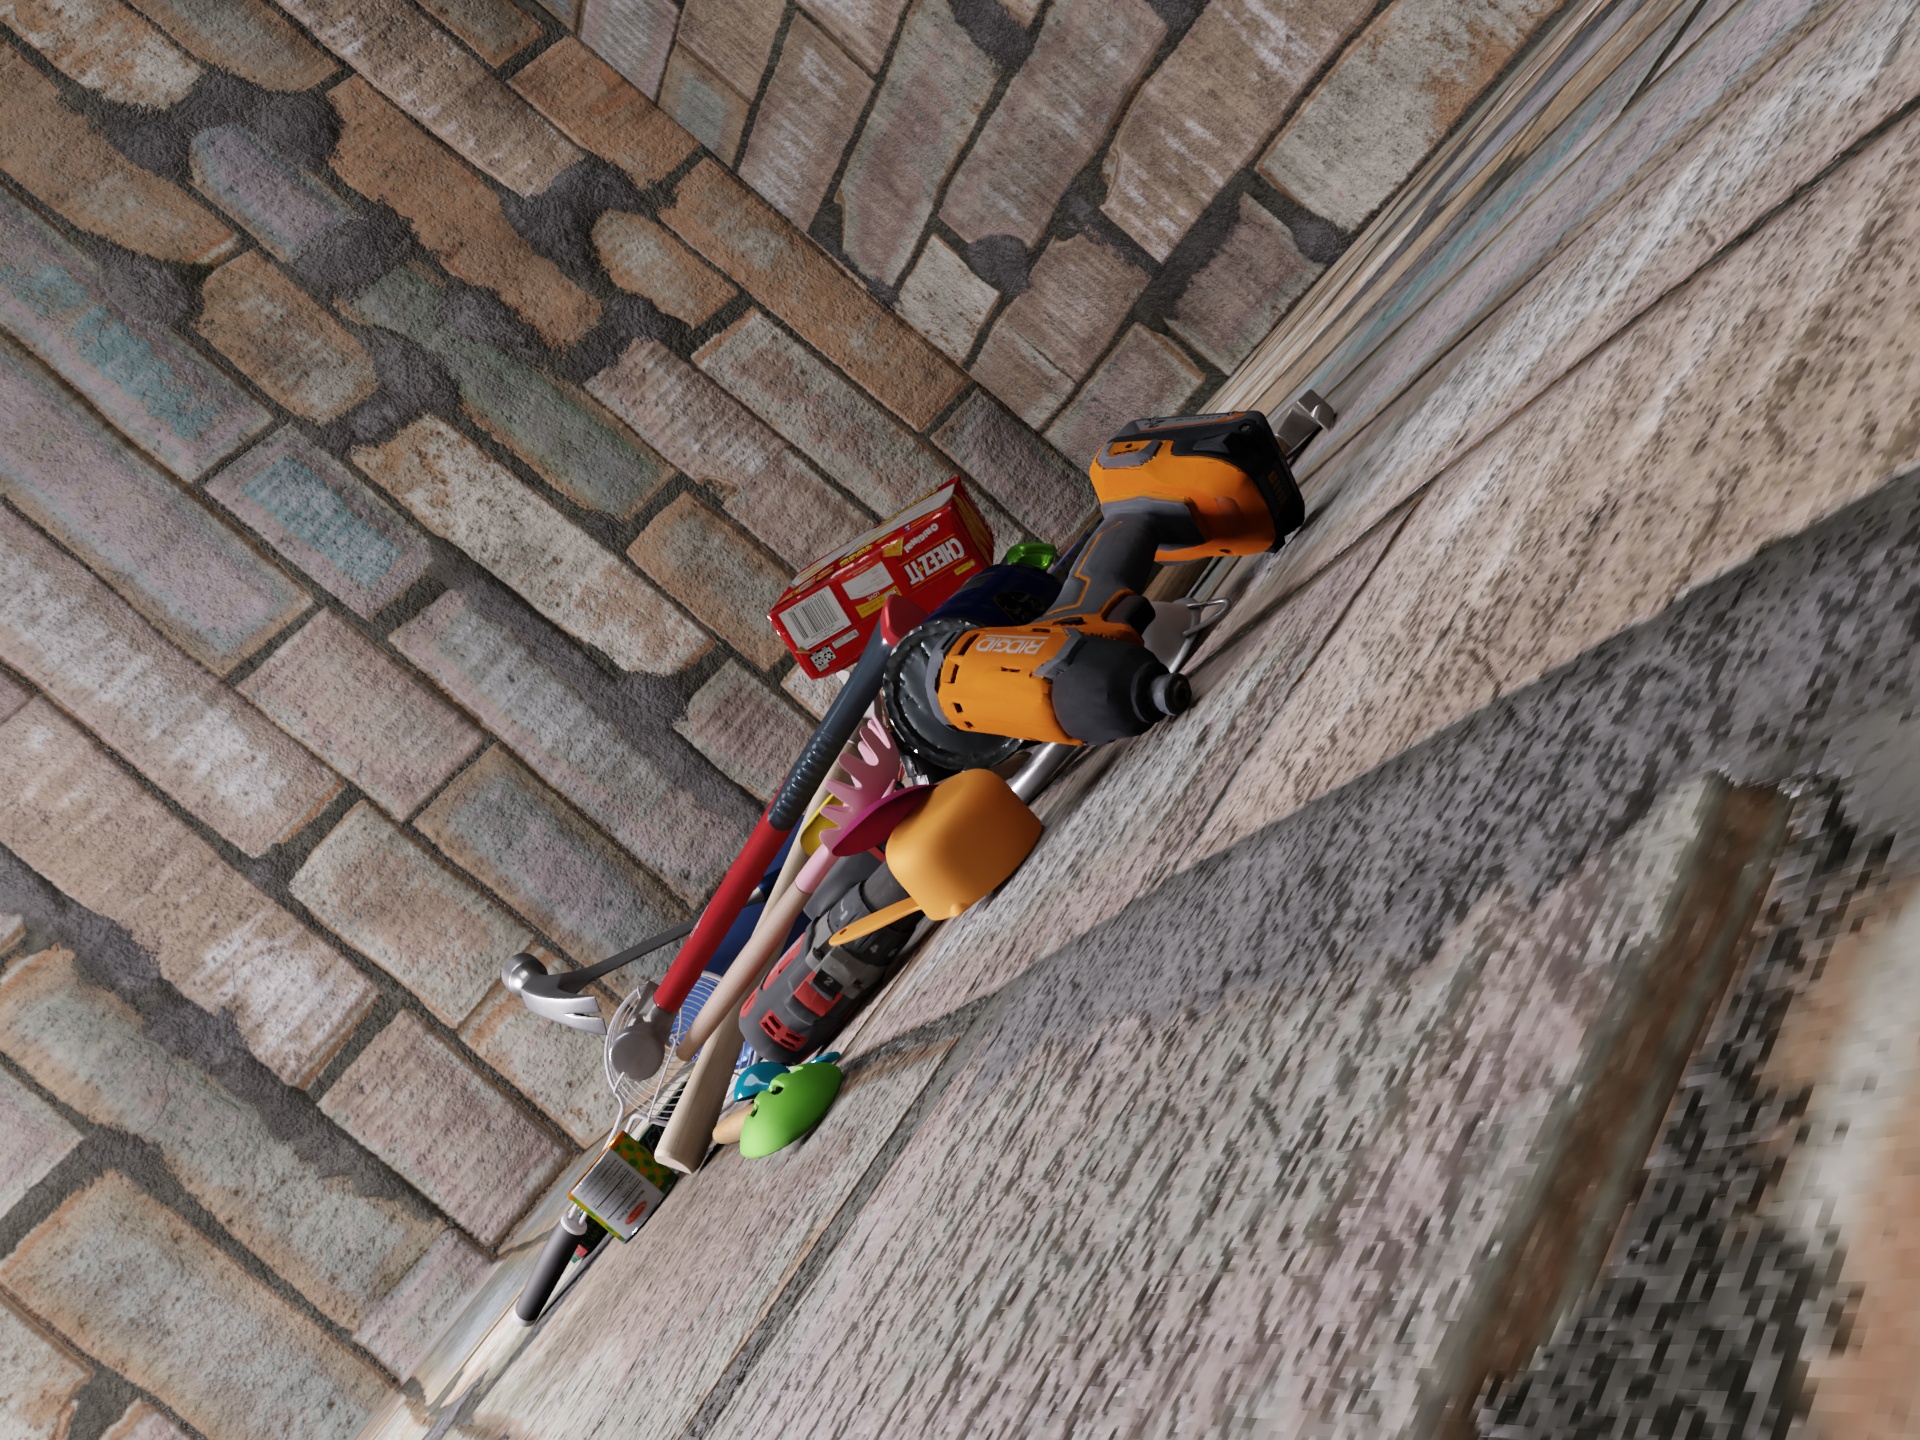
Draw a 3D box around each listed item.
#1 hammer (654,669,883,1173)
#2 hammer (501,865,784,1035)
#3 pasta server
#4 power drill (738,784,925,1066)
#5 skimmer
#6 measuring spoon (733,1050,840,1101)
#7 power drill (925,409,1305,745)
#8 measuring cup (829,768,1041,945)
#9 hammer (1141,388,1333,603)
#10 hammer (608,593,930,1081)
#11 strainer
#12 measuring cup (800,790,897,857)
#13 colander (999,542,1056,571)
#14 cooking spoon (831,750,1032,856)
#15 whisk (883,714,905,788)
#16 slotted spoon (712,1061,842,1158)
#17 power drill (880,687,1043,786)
[{"bbox_3d":[-0.145,0.152,1.251,0.146,0.038,0.411,88,-160,-58],"label":"hammer"},{"bbox_3d":[-0.181,0.156,1.366,0.405,0.035,0.144,-24,22,-30],"label":"hammer"},{"bbox_3d":[-0.122,0.122,1.053,0.316,0.040,0.060,-54,0,29],"label":"pasta server"},{"bbox_3d":[-0.061,0.125,1.119,0.188,0.080,0.227,-49,6,21],"label":"power drill"},{"bbox_3d":[-0.287,0.372,1.348,0.363,0.127,0.090,-61,-14,23],"label":"skimmer"},{"bbox_3d":[-0.108,0.216,0.999,0.042,0.021,0.128,-6,-20,-33],"label":"measuring spoon"},{"bbox_3d":[0.101,-0.075,0.889,0.164,0.084,0.226,7,49,47],"label":"power drill"},{"bbox_3d":[-0.032,0.087,0.956,0.173,0.052,0.095,-30,16,33],"label":"measuring cup"},{"bbox_3d":[0.176,-0.126,1.159,0.331,0.031,0.130,-51,3,-25],"label":"hammer"},{"bbox_3d":[-0.136,0.077,1.154,0.386,0.038,0.143,-57,6,8],"label":"hammer"},{"bbox_3d":[0.078,-0.004,1.008,0.258,0.050,0.087,-52,15,42],"label":"strainer"},{"bbox_3d":[-0.077,0.063,1.109,0.062,0.029,0.156,-55,6,-23],"label":"measuring cup"},{"bbox_3d":[0.028,-0.059,1.427,0.397,0.204,0.094,129,138,-74],"label":"colander"},{"bbox_3d":[-0.006,0.046,1.065,0.068,0.017,0.319,-43,-10,20],"label":"cooking spoon"},{"bbox_3d":[-0.063,0.054,1.434,0.073,0.073,0.296,-49,27,17],"label":"whisk"},{"bbox_3d":[-0.129,0.249,0.990,0.070,0.031,0.313,-43,-2,-24],"label":"slotted spoon"},{"bbox_3d":[-0.002,-0.004,1.297,0.084,0.185,0.226,-14,1,-23],"label":"power drill"}]
